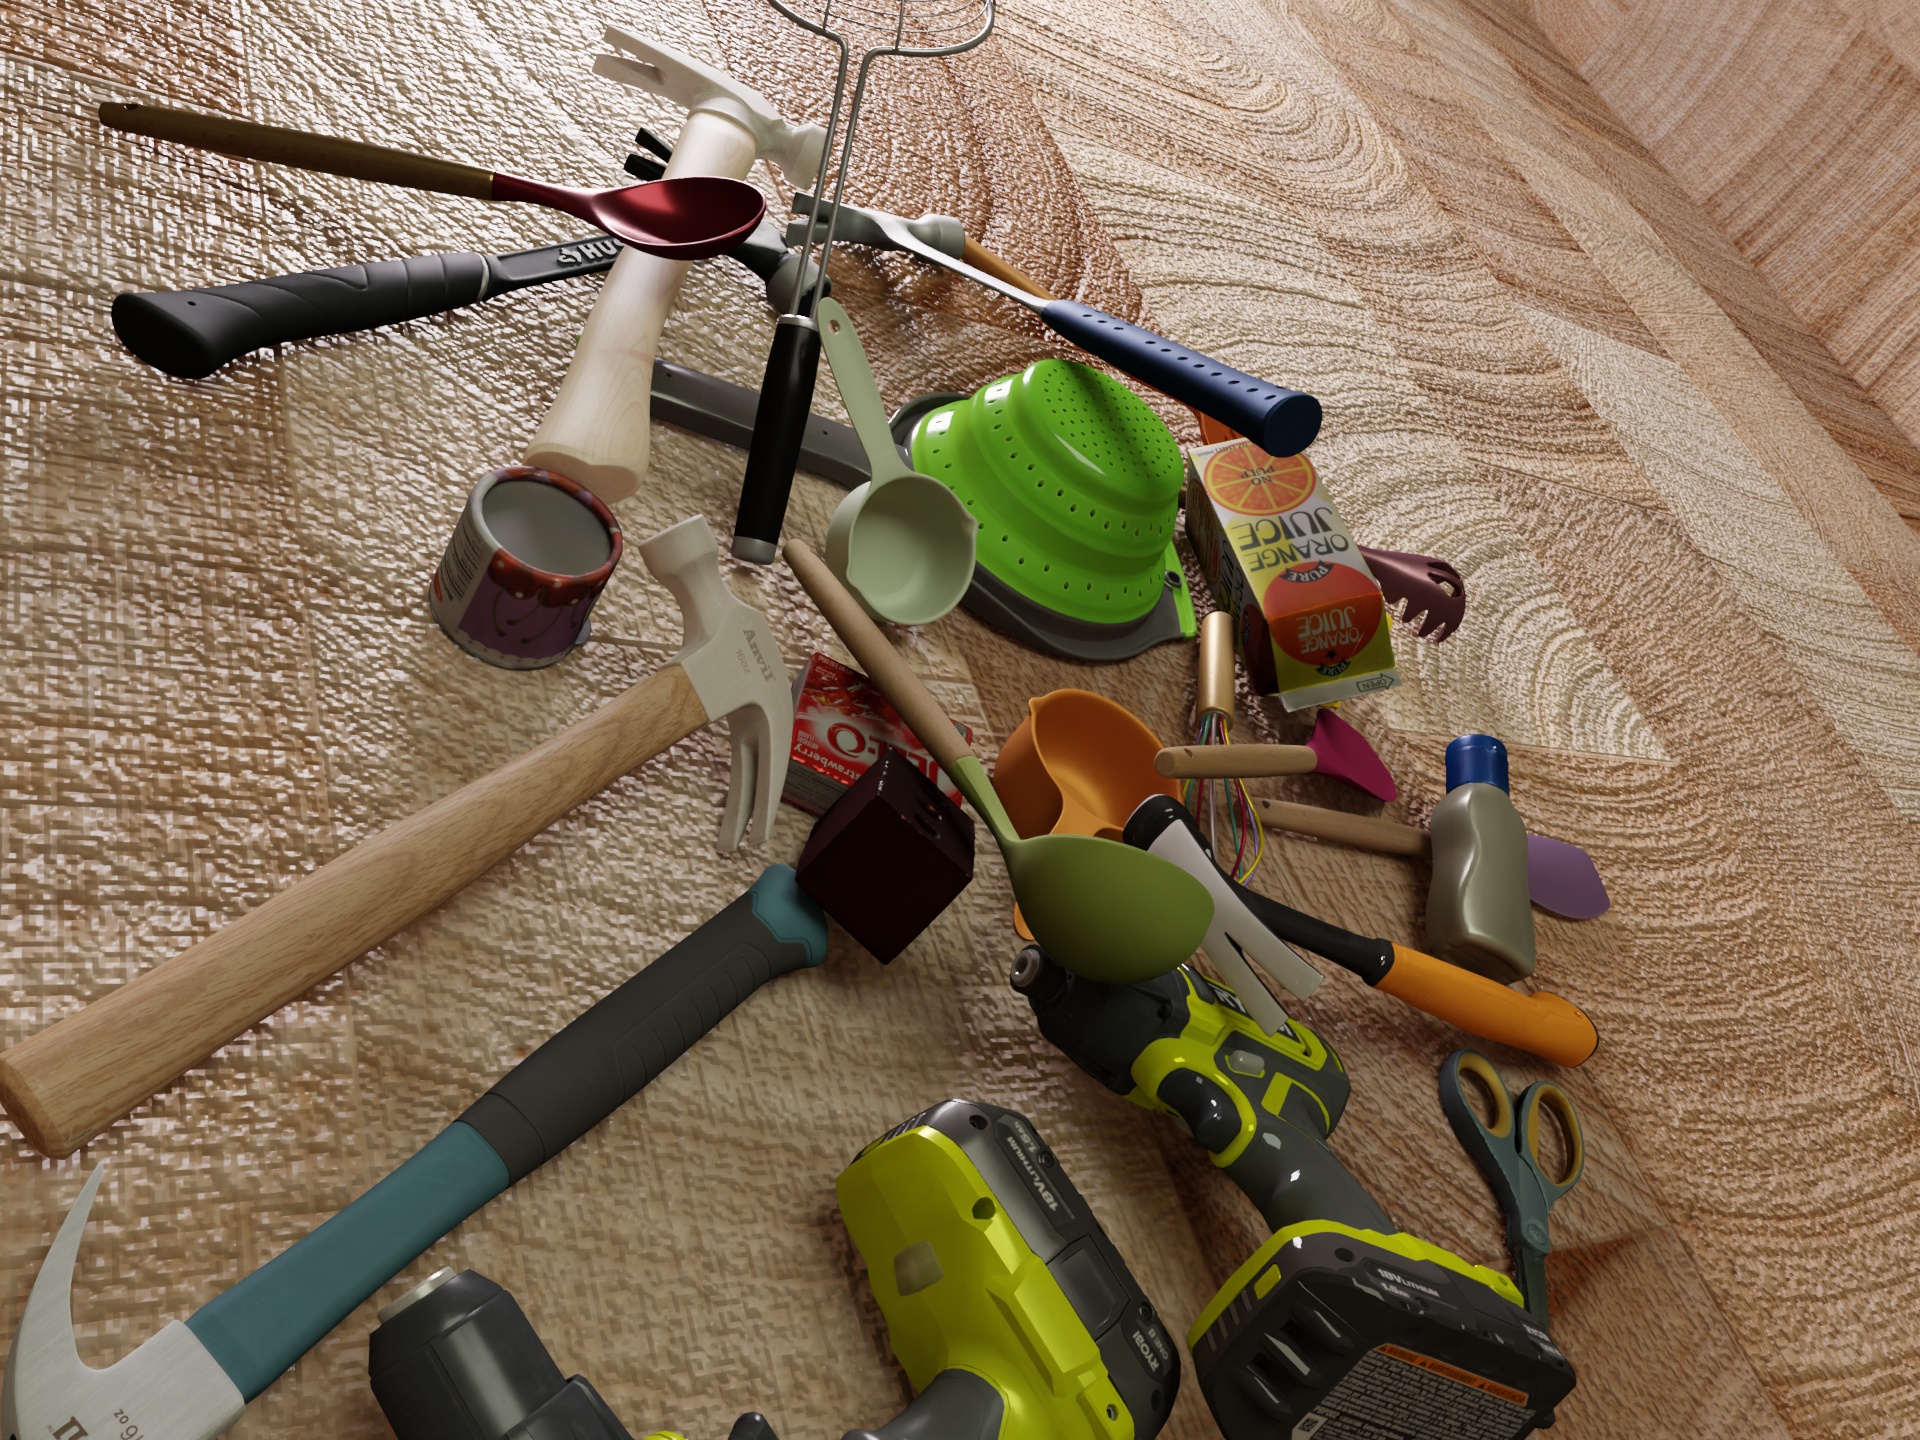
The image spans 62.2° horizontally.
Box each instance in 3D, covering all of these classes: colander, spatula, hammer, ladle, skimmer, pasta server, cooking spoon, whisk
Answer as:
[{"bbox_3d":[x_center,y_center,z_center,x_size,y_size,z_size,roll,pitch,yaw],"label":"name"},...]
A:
[{"bbox_3d":[-0.009,-0.159,0.880,0.396,0.094,0.205,16,44,-27],"label":"colander"},{"bbox_3d":[0.284,0.077,0.946,0.315,0.018,0.060,13,49,-31],"label":"spatula"},{"bbox_3d":[0.098,-0.256,1.125,0.322,0.041,0.081,36,40,3],"label":"spatula"},{"bbox_3d":[-0.166,-0.247,0.831,0.146,0.038,0.411,23,41,-15],"label":"hammer"},{"bbox_3d":[-0.252,-0.264,0.771,0.315,0.031,0.069,9,45,-6],"label":"ladle"},{"bbox_3d":[-0.148,0.137,0.525,0.128,0.033,0.331,46,38,6],"label":"hammer"},{"bbox_3d":[-0.069,-0.256,0.827,0.127,0.090,0.363,12,87,-5],"label":"skimmer"},{"bbox_3d":[-0.176,0.043,0.571,0.331,0.031,0.130,-39,108,-45],"label":"hammer"},{"bbox_3d":[0.225,-0.123,1.089,0.316,0.040,0.060,15,56,-20],"label":"pasta server"},{"bbox_3d":[0.221,0.128,0.773,0.336,0.034,0.127,23,21,-38],"label":"hammer"},{"bbox_3d":[0.176,0.021,0.856,0.318,0.017,0.069,2,52,-59],"label":"cooking spoon"},{"bbox_3d":[0.046,-0.240,0.931,0.144,0.035,0.406,-4,30,-39],"label":"hammer"},{"bbox_3d":[-0.001,-0.002,0.691,0.321,0.062,0.078,51,-1,43],"label":"ladle"},{"bbox_3d":[-0.238,-0.236,0.821,0.149,0.036,0.409,45,39,9],"label":"hammer"},{"bbox_3d":[0.143,0.014,0.872,0.051,0.047,0.245,34,36,-15],"label":"whisk"}]

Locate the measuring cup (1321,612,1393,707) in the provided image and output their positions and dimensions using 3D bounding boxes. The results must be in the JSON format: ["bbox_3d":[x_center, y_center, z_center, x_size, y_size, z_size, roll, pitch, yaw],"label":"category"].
[{"bbox_3d":[0.256,-0.055,1.043,0.062,0.029,0.156,49,41,12],"label":"measuring cup"}]

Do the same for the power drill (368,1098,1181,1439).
[{"bbox_3d":[-0.049,0.212,0.481,0.228,0.080,0.190,-24,78,-49],"label":"power drill"}]

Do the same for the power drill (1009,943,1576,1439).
[{"bbox_3d":[0.112,0.173,0.606,0.171,0.080,0.223,29,15,-28],"label":"power drill"}]

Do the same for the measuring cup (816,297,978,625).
[{"bbox_3d":[-0.047,-0.128,0.802,0.083,0.038,0.167,-27,106,-29],"label":"measuring cup"}]

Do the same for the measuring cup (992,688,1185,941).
[{"bbox_3d":[0.045,0.057,0.747,0.095,0.052,0.174,36,40,-4],"label":"measuring cup"}]
